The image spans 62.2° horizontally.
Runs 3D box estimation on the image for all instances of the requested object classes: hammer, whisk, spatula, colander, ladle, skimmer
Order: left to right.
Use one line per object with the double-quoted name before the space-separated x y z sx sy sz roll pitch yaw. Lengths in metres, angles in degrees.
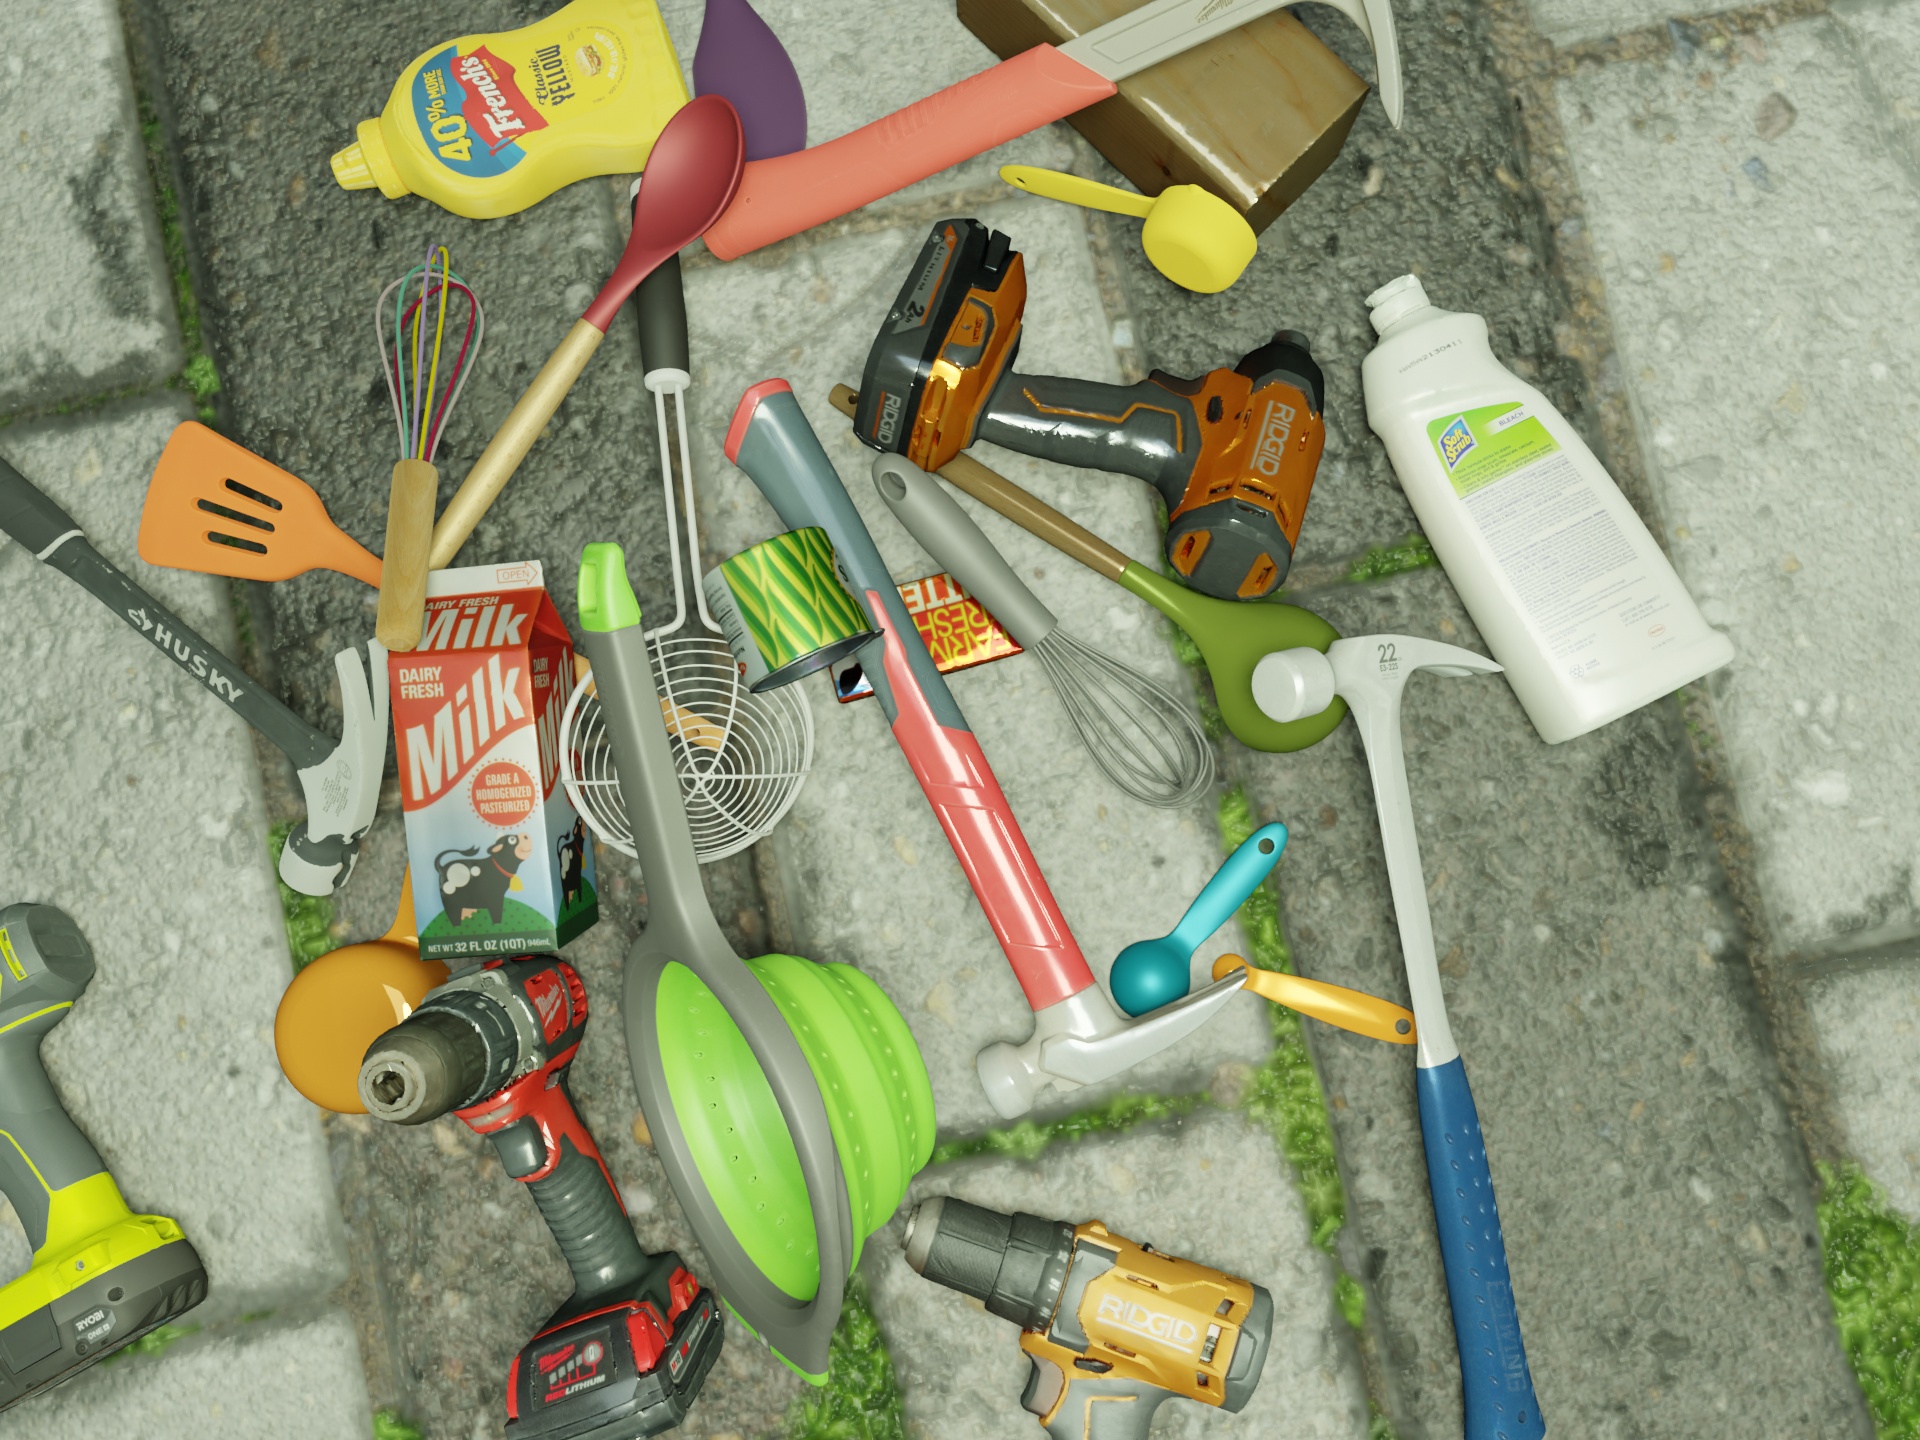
"hammer" -0.454 -0.084 0.825 0.409 0.036 0.149 37 122 9
"whisk" -0.275 -0.142 0.810 0.047 0.051 0.245 -17 60 22
"spatula" -0.272 -0.056 0.838 0.322 0.041 0.081 25 103 2
"ladle" -0.203 -0.181 0.815 0.069 0.031 0.315 34 90 35
"skimmer" -0.153 -0.110 0.834 0.127 0.090 0.363 -2 71 -18
"spatula" -0.136 -0.440 0.880 0.060 0.018 0.316 -11 86 1
"colander" -0.092 0.104 0.745 0.094 0.205 0.397 -19 106 -31
"hammer" -0.001 -0.003 0.799 0.143 0.038 0.386 -27 88 7
"hammer" 0.029 -0.298 0.787 0.359 0.037 0.149 -16 98 23
"whisk" 0.042 -0.046 0.802 0.055 0.055 0.239 -45 100 -3
"ladle" 0.064 -0.088 0.839 0.320 0.062 0.078 33 79 11
"hammer" 0.240 0.156 0.788 0.144 0.035 0.405 -12 92 -32

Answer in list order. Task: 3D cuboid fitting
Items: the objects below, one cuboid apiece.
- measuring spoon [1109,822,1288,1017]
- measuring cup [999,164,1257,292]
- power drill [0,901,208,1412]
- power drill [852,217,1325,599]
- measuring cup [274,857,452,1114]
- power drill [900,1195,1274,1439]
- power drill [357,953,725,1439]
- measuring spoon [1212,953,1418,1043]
"measuring spoon" 0.127 0.102 0.823 0.042 0.021 0.128 41 88 7
"measuring cup" 0.079 -0.260 0.830 0.157 0.062 0.029 25 79 28
"power drill" -0.496 0.228 0.803 0.171 0.080 0.223 -29 81 -2
"power drill" 0.077 -0.169 0.812 0.226 0.084 0.164 22 59 1
"measuring cup" -0.294 0.116 0.816 0.095 0.052 0.173 14 87 3
"power drill" 0.034 0.356 0.777 0.185 0.084 0.226 19 81 3
"power drill" -0.198 0.224 0.741 0.080 0.188 0.227 -21 89 4
"measuring spoon" 0.187 0.145 0.823 0.117 0.011 0.021 17 86 3
